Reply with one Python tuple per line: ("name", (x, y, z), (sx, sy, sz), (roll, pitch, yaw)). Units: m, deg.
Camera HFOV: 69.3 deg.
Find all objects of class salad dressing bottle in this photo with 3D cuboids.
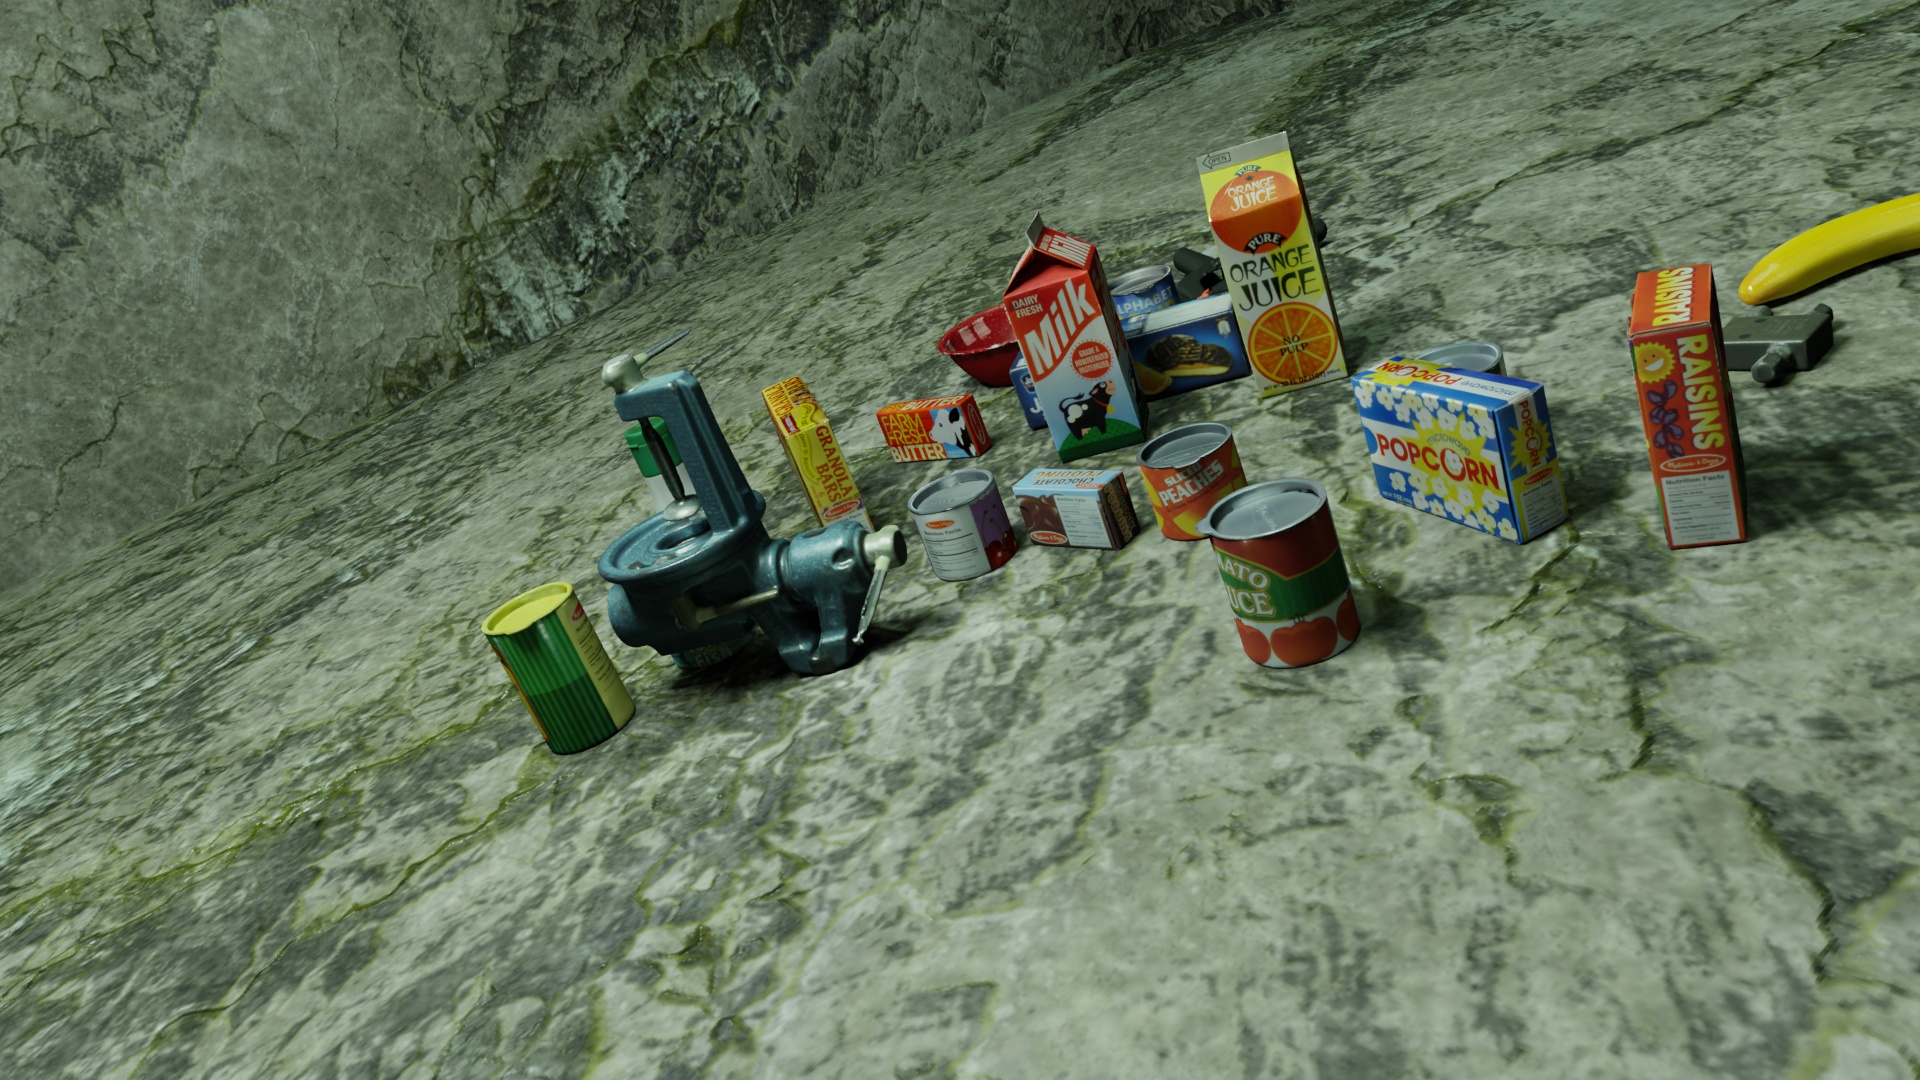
("salad dressing bottle", (-0.227, -0.028, 1.134), (0.064, 0.147, 0.044), (0, 30, 43))

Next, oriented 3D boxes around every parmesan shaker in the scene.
("parmesan shaker", (-0.279, 0.090, 0.966), (0.071, 0.102, 0.071), (-18, 22, 8))

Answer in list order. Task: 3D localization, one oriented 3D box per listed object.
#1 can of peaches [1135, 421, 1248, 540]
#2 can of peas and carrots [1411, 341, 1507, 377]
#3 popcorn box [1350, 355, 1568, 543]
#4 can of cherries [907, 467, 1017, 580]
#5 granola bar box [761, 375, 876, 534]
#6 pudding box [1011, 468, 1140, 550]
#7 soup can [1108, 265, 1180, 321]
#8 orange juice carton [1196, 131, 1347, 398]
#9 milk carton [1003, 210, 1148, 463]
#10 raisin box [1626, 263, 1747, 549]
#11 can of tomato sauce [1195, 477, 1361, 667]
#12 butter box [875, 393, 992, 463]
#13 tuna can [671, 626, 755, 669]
("can of peaches", (0.158, -0.039, 0.933), (0.071, 0.058, 0.071), (-18, 22, 8))
("can of peas and carrots", (0.320, -0.088, 0.901), (0.071, 0.058, 0.071), (-18, 22, 8))
("popcorn box", (0.291, -0.056, 0.817), (0.038, 0.085, 0.127), (-27, 23, -14))
("can of cherries", (0.004, -0.013, 1.010), (0.071, 0.058, 0.072), (-18, 22, 8))
("granola bar box", (-0.114, -0.056, 1.128), (0.039, 0.123, 0.166), (-24, 22, -6))
("pudding box", (0.080, -0.023, 0.976), (0.083, 0.049, 0.030), (3, 33, 46))
("soup can", (0.169, -0.195, 1.249), (0.071, 0.083, 0.071), (-18, 22, 8))
("orange juice carton", (0.245, -0.218, 1.088), (0.072, 0.192, 0.073), (-14, 23, 19))
("milk carton", (0.088, -0.167, 1.113), (0.073, 0.190, 0.073), (-14, 23, 17))
("raisin box", (0.378, -0.070, 0.721), (0.040, 0.123, 0.086), (-7, 26, 33))
("can of tomato sauce", (0.174, 0.018, 0.753), (0.071, 0.082, 0.071), (-18, 22, 8))
("butter box", (-0.025, -0.099, 1.243), (0.103, 0.053, 0.024), (-1, 29, 40))
("tuna can", (-0.188, 0.066, 1.034), (0.071, 0.032, 0.071), (-18, 22, 8))
